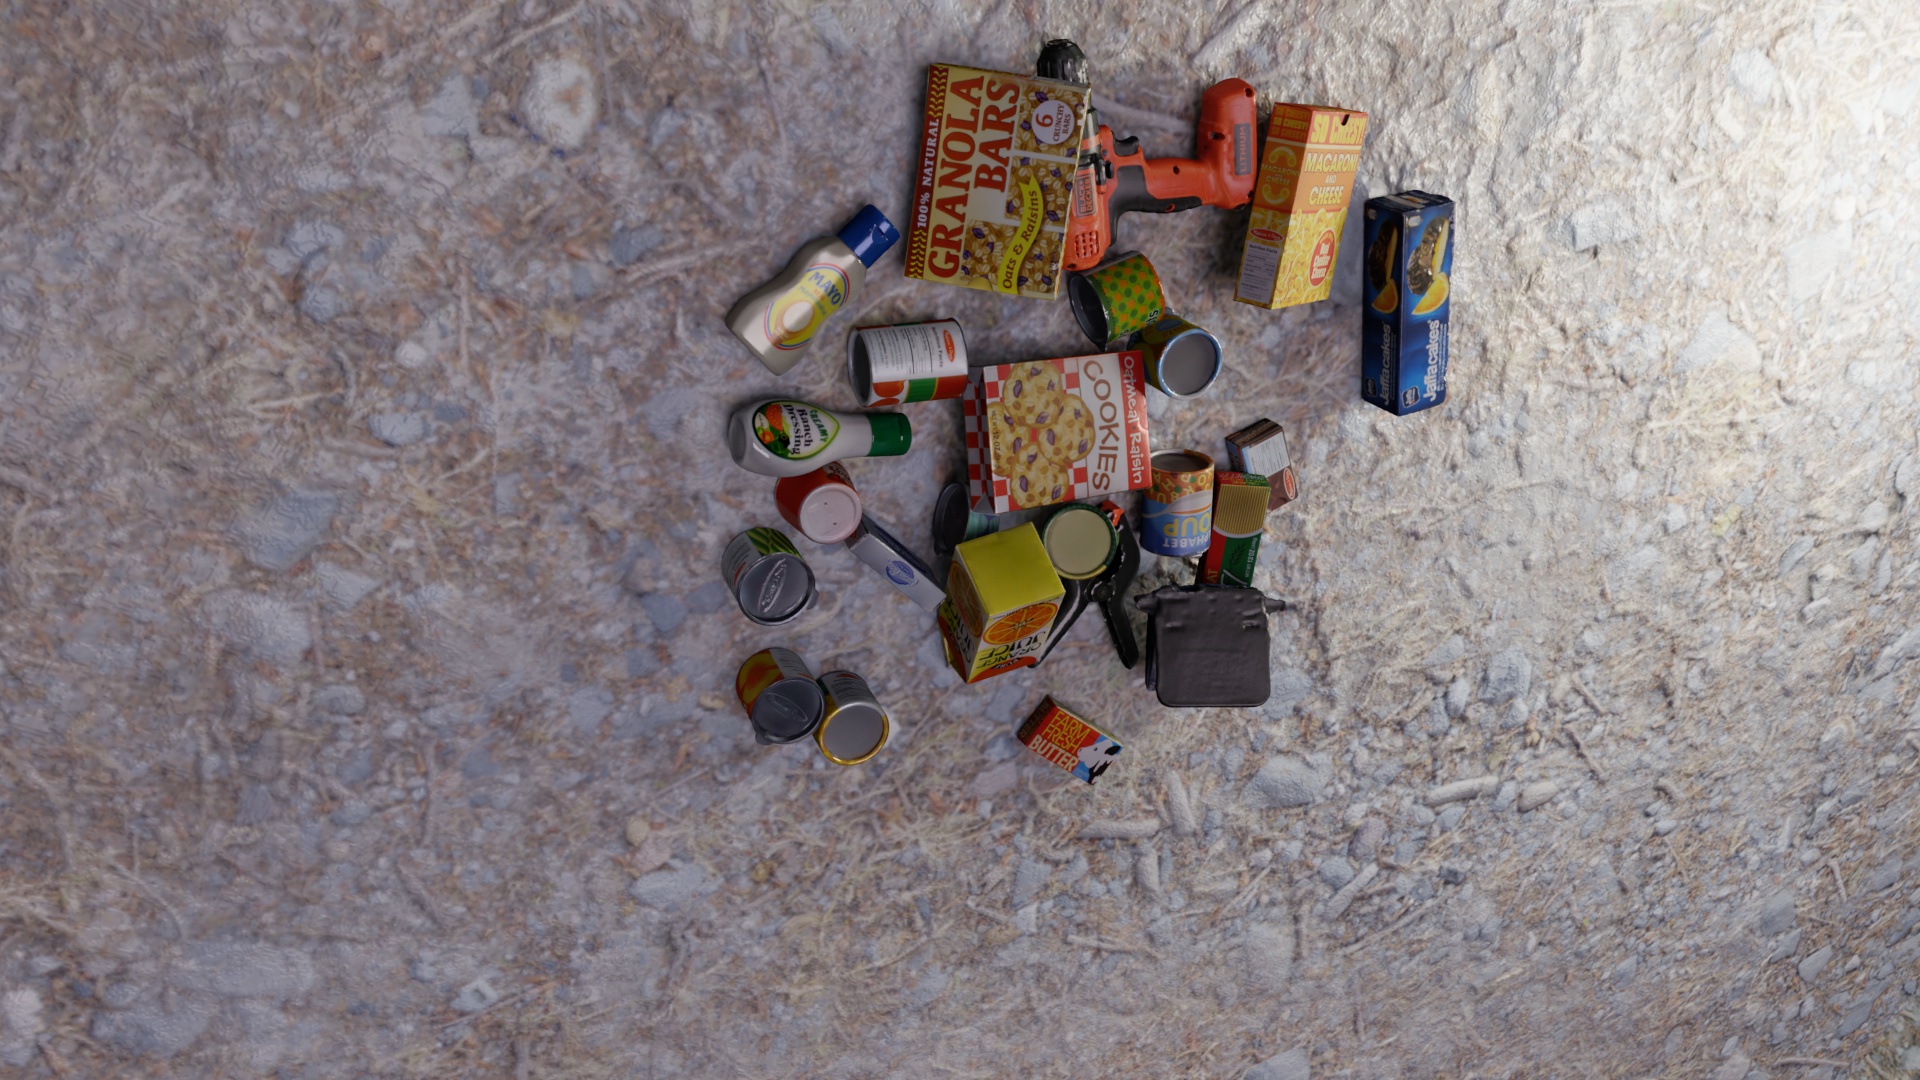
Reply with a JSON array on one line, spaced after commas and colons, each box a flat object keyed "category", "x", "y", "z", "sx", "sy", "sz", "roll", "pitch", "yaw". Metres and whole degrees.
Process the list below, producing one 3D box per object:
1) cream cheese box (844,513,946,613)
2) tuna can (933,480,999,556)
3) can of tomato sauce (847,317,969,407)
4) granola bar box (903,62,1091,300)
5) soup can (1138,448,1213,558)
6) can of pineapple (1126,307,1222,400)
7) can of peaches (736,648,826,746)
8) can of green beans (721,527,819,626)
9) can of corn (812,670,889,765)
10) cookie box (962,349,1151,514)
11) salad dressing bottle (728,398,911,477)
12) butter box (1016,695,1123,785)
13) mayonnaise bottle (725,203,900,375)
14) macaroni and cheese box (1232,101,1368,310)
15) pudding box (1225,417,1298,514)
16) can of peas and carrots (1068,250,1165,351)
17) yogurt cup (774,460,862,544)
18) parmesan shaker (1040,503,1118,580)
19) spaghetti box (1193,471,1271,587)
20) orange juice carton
[{"category": "cream cheese box", "x": -0.059, "y": 0.017, "z": 1.201, "sx": 0.024, "sy": 0.053, "sz": 0.103, "roll": -45, "pitch": 122, "yaw": 8}, {"category": "tuna can", "x": 0.004, "y": -0.015, "z": 1.208, "sx": 0.033, "sy": 0.071, "sz": 0.071, "roll": 8, "pitch": 109, "yaw": -27}, {"category": "can of tomato sauce", "x": -0.044, "y": -0.144, "z": 1.131, "sx": 0.083, "sy": 0.071, "sz": 0.071, "roll": -9, "pitch": 115, "yaw": -20}, {"category": "granola bar box", "x": 0.028, "y": -0.280, "z": 1.087, "sx": 0.124, "sy": 0.039, "sz": 0.164, "roll": 10, "pitch": 111, "yaw": 4}, {"category": "soup can", "x": 0.201, "y": -0.034, "z": 1.284, "sx": 0.071, "sy": 0.071, "sz": 0.083, "roll": -10, "pitch": 116, "yaw": -20}, {"category": "can of pineapple", "x": 0.189, "y": -0.164, "z": 1.229, "sx": 0.071, "sy": 0.058, "sz": 0.070, "roll": -9, "pitch": 115, "yaw": -20}, {"category": "can of peaches", "x": -0.158, "y": 0.137, "z": 1.207, "sx": 0.071, "sy": 0.058, "sz": 0.071, "roll": -10, "pitch": 117, "yaw": -20}, {"category": "can of green beans", "x": -0.161, "y": 0.030, "z": 1.159, "sx": 0.071, "sy": 0.058, "sz": 0.071, "roll": -9, "pitch": 115, "yaw": -20}, {"category": "can of corn", "x": -0.104, "y": 0.161, "z": 1.242, "sx": 0.071, "sy": 0.058, "sz": 0.071, "roll": -9, "pitch": 115, "yaw": -20}, {"category": "cookie box", "x": 0.085, "y": -0.095, "z": 1.189, "sx": 0.168, "sy": 0.040, "sz": 0.122, "roll": -10, "pitch": 99, "yaw": -31}, {"category": "salad dressing bottle", "x": -0.112, "y": -0.085, "z": 1.133, "sx": 0.148, "sy": 0.043, "sz": 0.064, "roll": -5, "pitch": 70, "yaw": -30}, {"category": "butter box", "x": 0.109, "y": 0.198, "z": 1.373, "sx": 0.103, "sy": 0.024, "sz": 0.053, "roll": 33, "pitch": 95, "yaw": -32}, {"category": "mayonnaise bottle", "x": -0.112, "y": -0.200, "z": 1.088, "sx": 0.148, "sy": 0.041, "sz": 0.064, "roll": -44, "pitch": 121, "yaw": 0}, {"category": "macaroni and cheese box", "x": 0.296, "y": -0.289, "z": 1.201, "sx": 0.124, "sy": 0.040, "sz": 0.165, "roll": -19, "pitch": 124, "yaw": -51}, {"category": "pudding box", "x": 0.289, "y": -0.069, "z": 1.332, "sx": 0.050, "sy": 0.030, "sz": 0.083, "roll": -28, "pitch": 121, "yaw": -12}, {"category": "can of peas and carrots", "x": 0.134, "y": -0.204, "z": 1.181, "sx": 0.059, "sy": 0.071, "sz": 0.070, "roll": -25, "pitch": 120, "yaw": -13}, {"category": "yogurt cup", "x": -0.115, "y": -0.031, "z": 1.154, "sx": 0.072, "sy": 0.054, "sz": 0.072, "roll": -9, "pitch": 115, "yaw": -19}, {"category": "parmesan shaker", "x": 0.106, "y": -0.001, "z": 1.218, "sx": 0.071, "sy": 0.103, "sz": 0.071, "roll": 0, "pitch": 90, "yaw": 4}, {"category": "spaghetti box", "x": 0.253, "y": 0.052, "z": 1.351, "sx": 0.050, "sy": 0.029, "sz": 0.248, "roll": 4, "pitch": 117, "yaw": -4}, {"category": "orange juice carton", "x": 0.030, "y": 0.067, "z": 1.223, "sx": 0.072, "sy": 0.073, "sz": 0.191, "roll": -17, "pitch": 155, "yaw": -16}]
